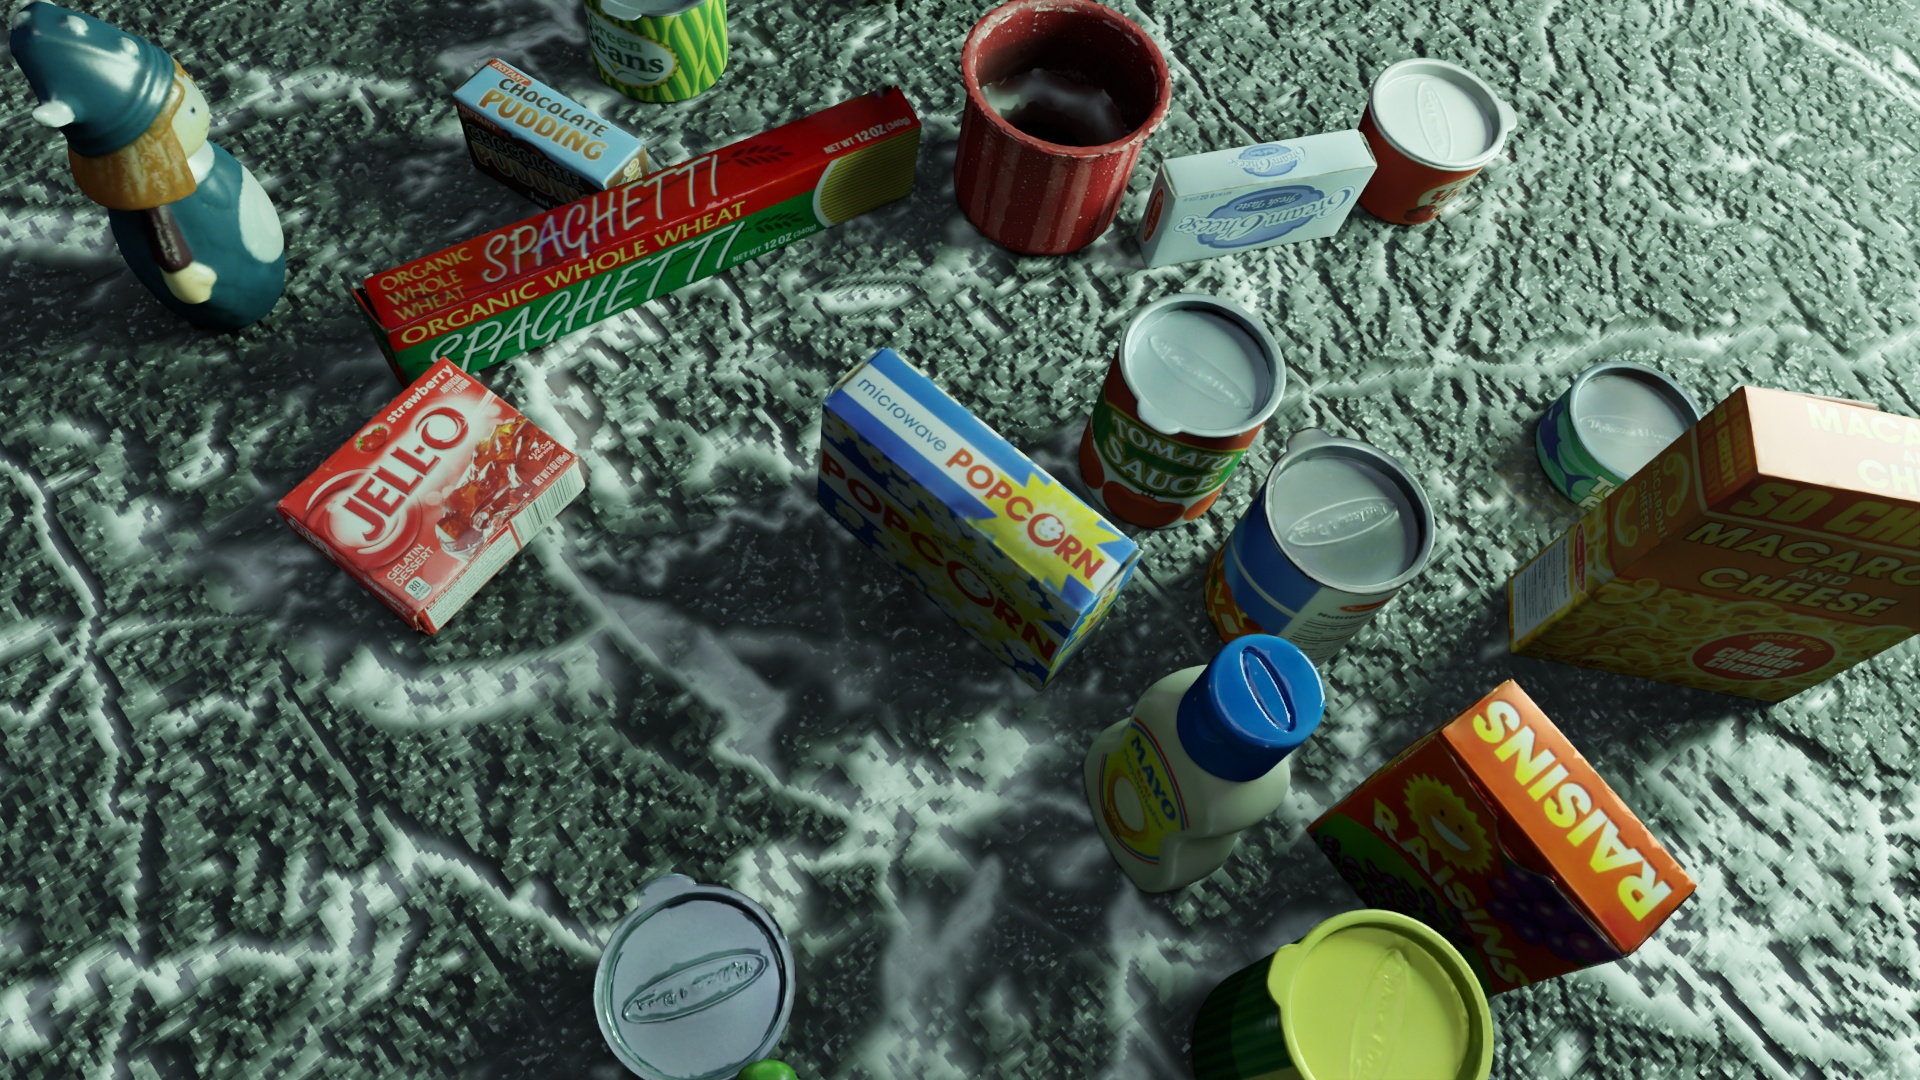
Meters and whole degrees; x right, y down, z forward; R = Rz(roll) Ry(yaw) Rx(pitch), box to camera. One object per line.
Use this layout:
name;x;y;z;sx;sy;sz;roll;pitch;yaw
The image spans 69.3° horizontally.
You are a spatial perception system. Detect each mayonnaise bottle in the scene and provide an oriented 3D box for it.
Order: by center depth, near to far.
mayonnaise bottle;0.081;0.075;0.474;0.041;0.147;0.065;-18;68;-16

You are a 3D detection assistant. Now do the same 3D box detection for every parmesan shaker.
parmesan shaker;0.119;0.164;0.461;0.071;0.102;0.071;3;64;-7

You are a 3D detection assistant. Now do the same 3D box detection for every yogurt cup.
yogurt cup;0.224;-0.192;0.680;0.072;0.053;0.072;3;64;-7

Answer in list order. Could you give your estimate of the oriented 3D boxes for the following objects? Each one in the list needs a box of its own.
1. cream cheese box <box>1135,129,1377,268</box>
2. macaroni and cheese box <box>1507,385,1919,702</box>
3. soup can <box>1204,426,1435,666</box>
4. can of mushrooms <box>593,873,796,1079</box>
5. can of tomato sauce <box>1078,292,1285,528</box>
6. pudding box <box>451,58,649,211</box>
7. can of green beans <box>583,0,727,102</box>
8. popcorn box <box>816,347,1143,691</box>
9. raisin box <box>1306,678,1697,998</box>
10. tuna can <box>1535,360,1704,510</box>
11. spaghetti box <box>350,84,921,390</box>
cream cheese box;0.137;-0.160;0.652;0.104;0.053;0.024;-13;67;-14
macaroni and cheese box;0.307;0.007;0.530;0.124;0.165;0.040;10;63;-3
soup can;0.139;0.005;0.553;0.071;0.083;0.071;3;64;-7
can of mushrooms;-0.091;0.152;0.476;0.071;0.033;0.071;3;64;-7
can of tomato sauce;0.088;-0.050;0.574;0.071;0.082;0.071;3;64;-7
pudding box;-0.178;-0.170;0.613;0.084;0.049;0.030;32;64;8
can of green beans;-0.143;-0.250;0.653;0.071;0.057;0.071;3;64;-7
popcorn box;0.002;-0.007;0.539;0.127;0.085;0.038;40;65;11
raisin box;0.181;0.110;0.486;0.040;0.122;0.086;-30;72;-20
tuna can;0.299;-0.043;0.629;0.071;0.032;0.071;3;64;-7
spaghetti box;-0.130;-0.132;0.601;0.251;0.050;0.029;-27;71;-20
